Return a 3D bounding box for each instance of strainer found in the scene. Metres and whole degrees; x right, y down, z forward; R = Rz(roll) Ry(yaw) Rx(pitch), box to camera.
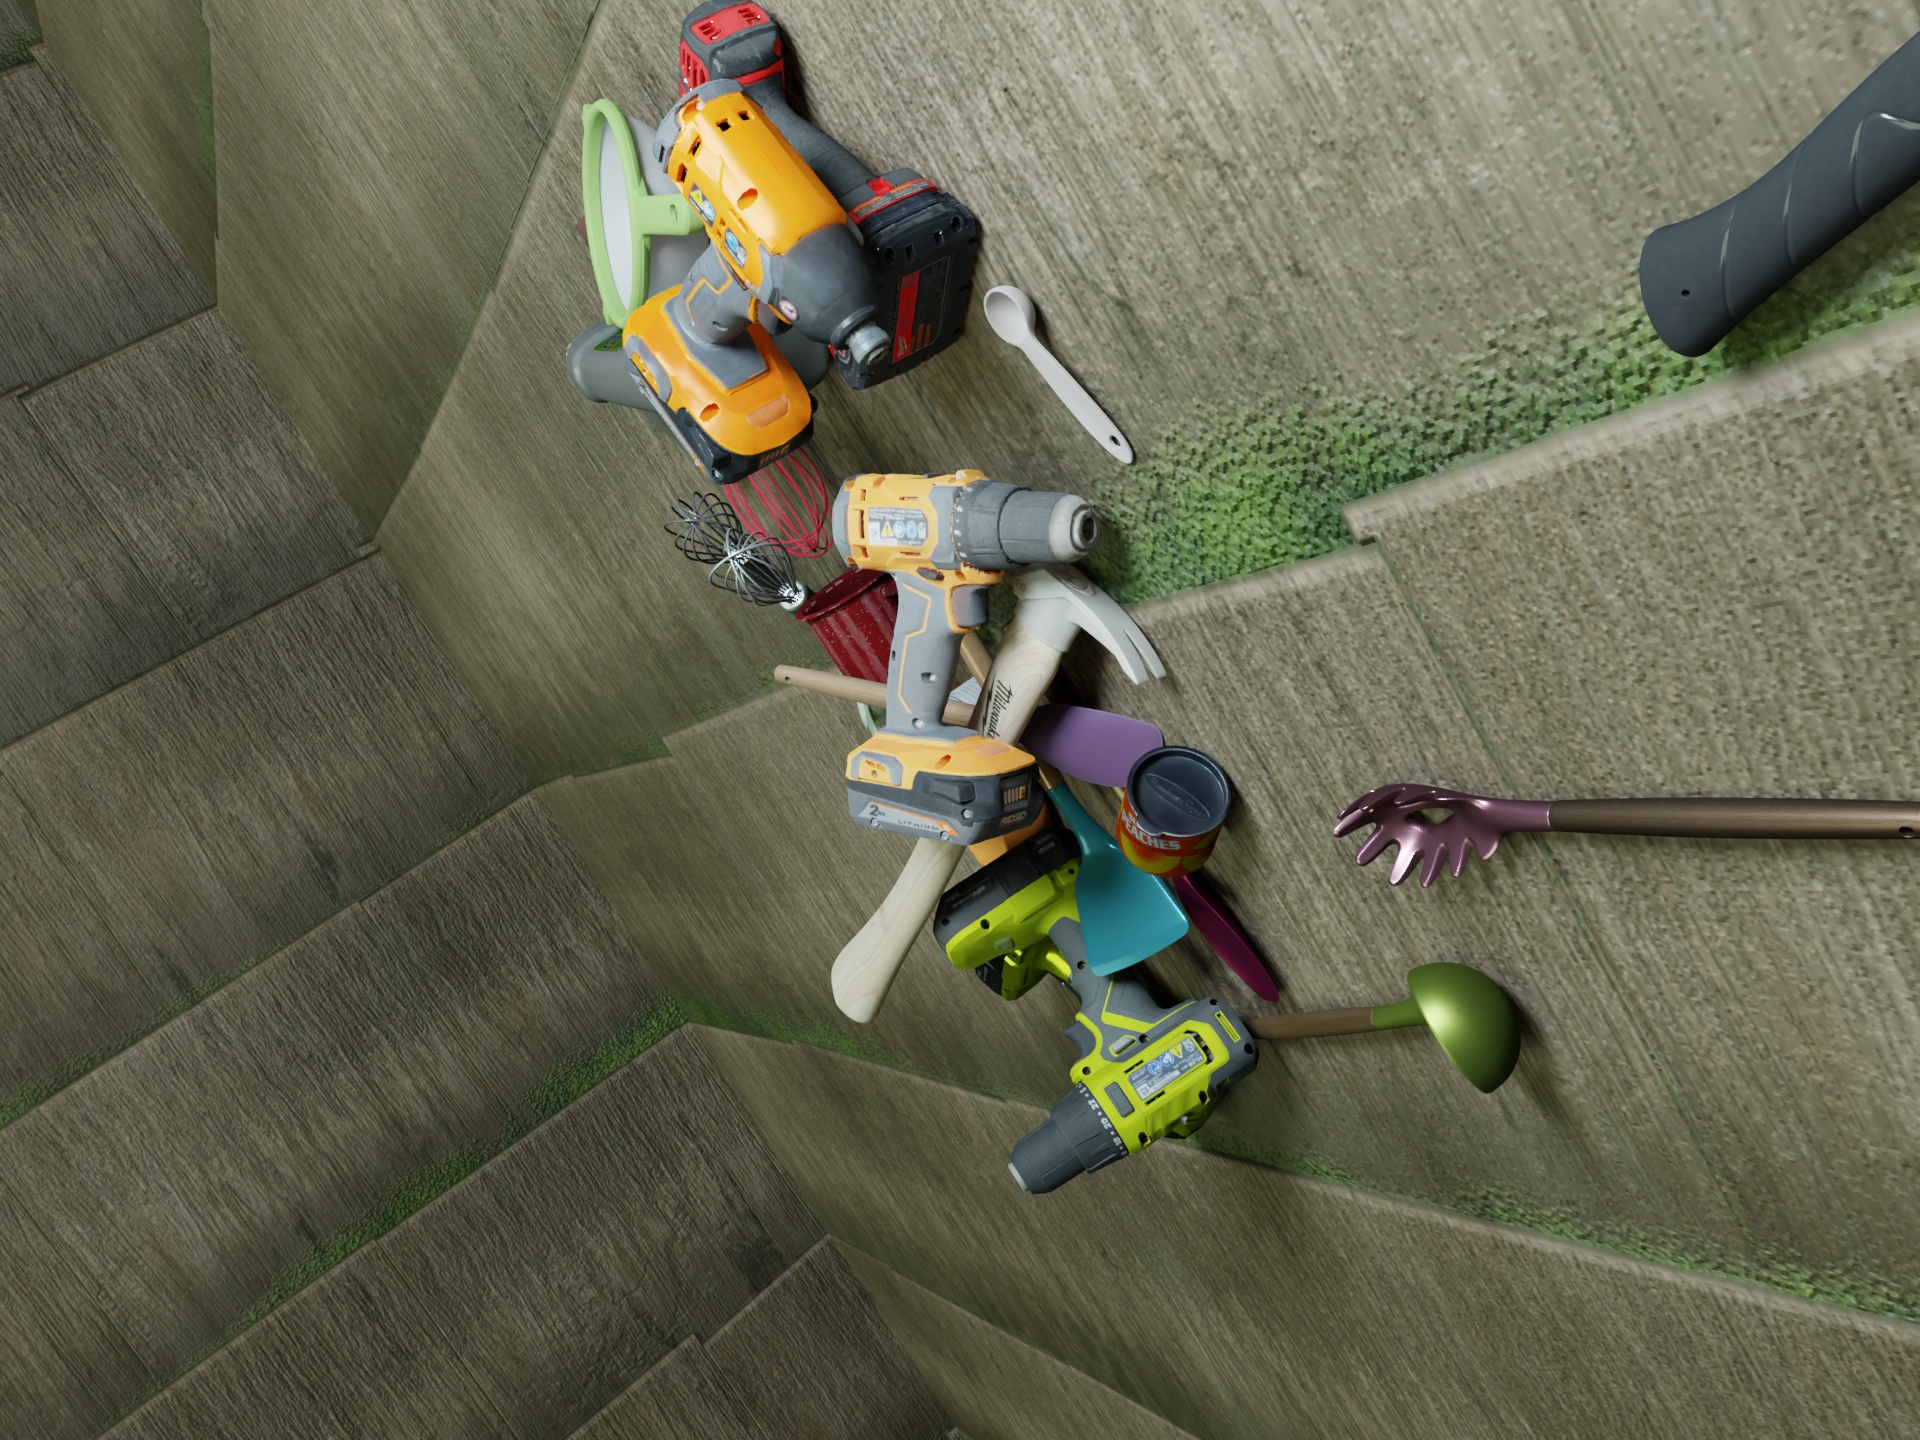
[{"bbox_3d":[-0.189,-0.336,1.053,0.257,0.069,0.151,-149,52,-60],"label":"strainer"}]

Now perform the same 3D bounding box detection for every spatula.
[{"bbox_3d":[0.052,0.026,1.123,0.082,0.044,0.317,-31,91,24],"label":"spatula"},{"bbox_3d":[-0.002,-0.004,1.121,0.316,0.018,0.059,13,125,28],"label":"spatula"}]

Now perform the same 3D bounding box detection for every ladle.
[{"bbox_3d":[0.244,0.197,1.005,0.078,0.062,0.320,53,159,0],"label":"ladle"}]

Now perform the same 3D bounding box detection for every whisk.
[{"bbox_3d":[-0.133,-0.098,1.231,0.058,0.059,0.246,64,-173,14],"label":"whisk"},{"bbox_3d":[-0.188,-0.245,1.238,0.296,0.073,0.073,56,157,11],"label":"whisk"},{"bbox_3d":[-0.184,-0.135,1.294,0.055,0.055,0.239,49,-179,13],"label":"whisk"}]

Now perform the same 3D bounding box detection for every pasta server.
[{"bbox_3d":[0.295,0.050,0.736,0.060,0.040,0.316,49,158,-17],"label":"pasta server"}]

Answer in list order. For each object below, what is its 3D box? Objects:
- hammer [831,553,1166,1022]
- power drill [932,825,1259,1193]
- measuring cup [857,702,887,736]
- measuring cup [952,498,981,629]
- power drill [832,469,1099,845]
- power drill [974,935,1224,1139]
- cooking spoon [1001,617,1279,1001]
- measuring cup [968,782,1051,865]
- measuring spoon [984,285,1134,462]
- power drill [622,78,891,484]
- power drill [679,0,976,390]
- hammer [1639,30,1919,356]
[{"bbox_3d":[0.002,0.071,1.100,0.146,0.038,0.410,44,128,26],"label":"hammer"},{"bbox_3d":[0.077,0.210,1.156,0.229,0.190,0.080,55,173,25],"label":"power drill"},{"bbox_3d":[-0.054,-0.004,1.254,0.083,0.038,0.168,83,167,-45],"label":"measuring cup"},{"bbox_3d":[0.008,-0.112,1.093,0.062,0.029,0.156,44,166,26],"label":"measuring cup"},{"bbox_3d":[0.005,-0.042,0.987,0.185,0.084,0.226,7,103,39],"label":"power drill"},{"bbox_3d":[0.116,0.235,1.272,0.223,0.080,0.171,41,153,22],"label":"power drill"},{"bbox_3d":[0.125,0.062,1.097,0.319,0.017,0.069,55,167,0],"label":"cooking spoon"},{"bbox_3d":[0.008,0.045,1.259,0.174,0.052,0.095,46,156,37],"label":"measuring cup"},{"bbox_3d":[0.060,-0.196,0.893,0.124,0.018,0.034,49,157,-4],"label":"measuring spoon"},{"bbox_3d":[-0.115,-0.226,0.901,0.164,0.084,0.226,53,155,5],"label":"power drill"},{"bbox_3d":[-0.091,-0.310,0.949,0.220,0.078,0.143,50,156,19],"label":"power drill"},{"bbox_3d":[0.308,-0.206,0.381,0.149,0.036,0.409,52,157,6],"label":"hammer"}]
